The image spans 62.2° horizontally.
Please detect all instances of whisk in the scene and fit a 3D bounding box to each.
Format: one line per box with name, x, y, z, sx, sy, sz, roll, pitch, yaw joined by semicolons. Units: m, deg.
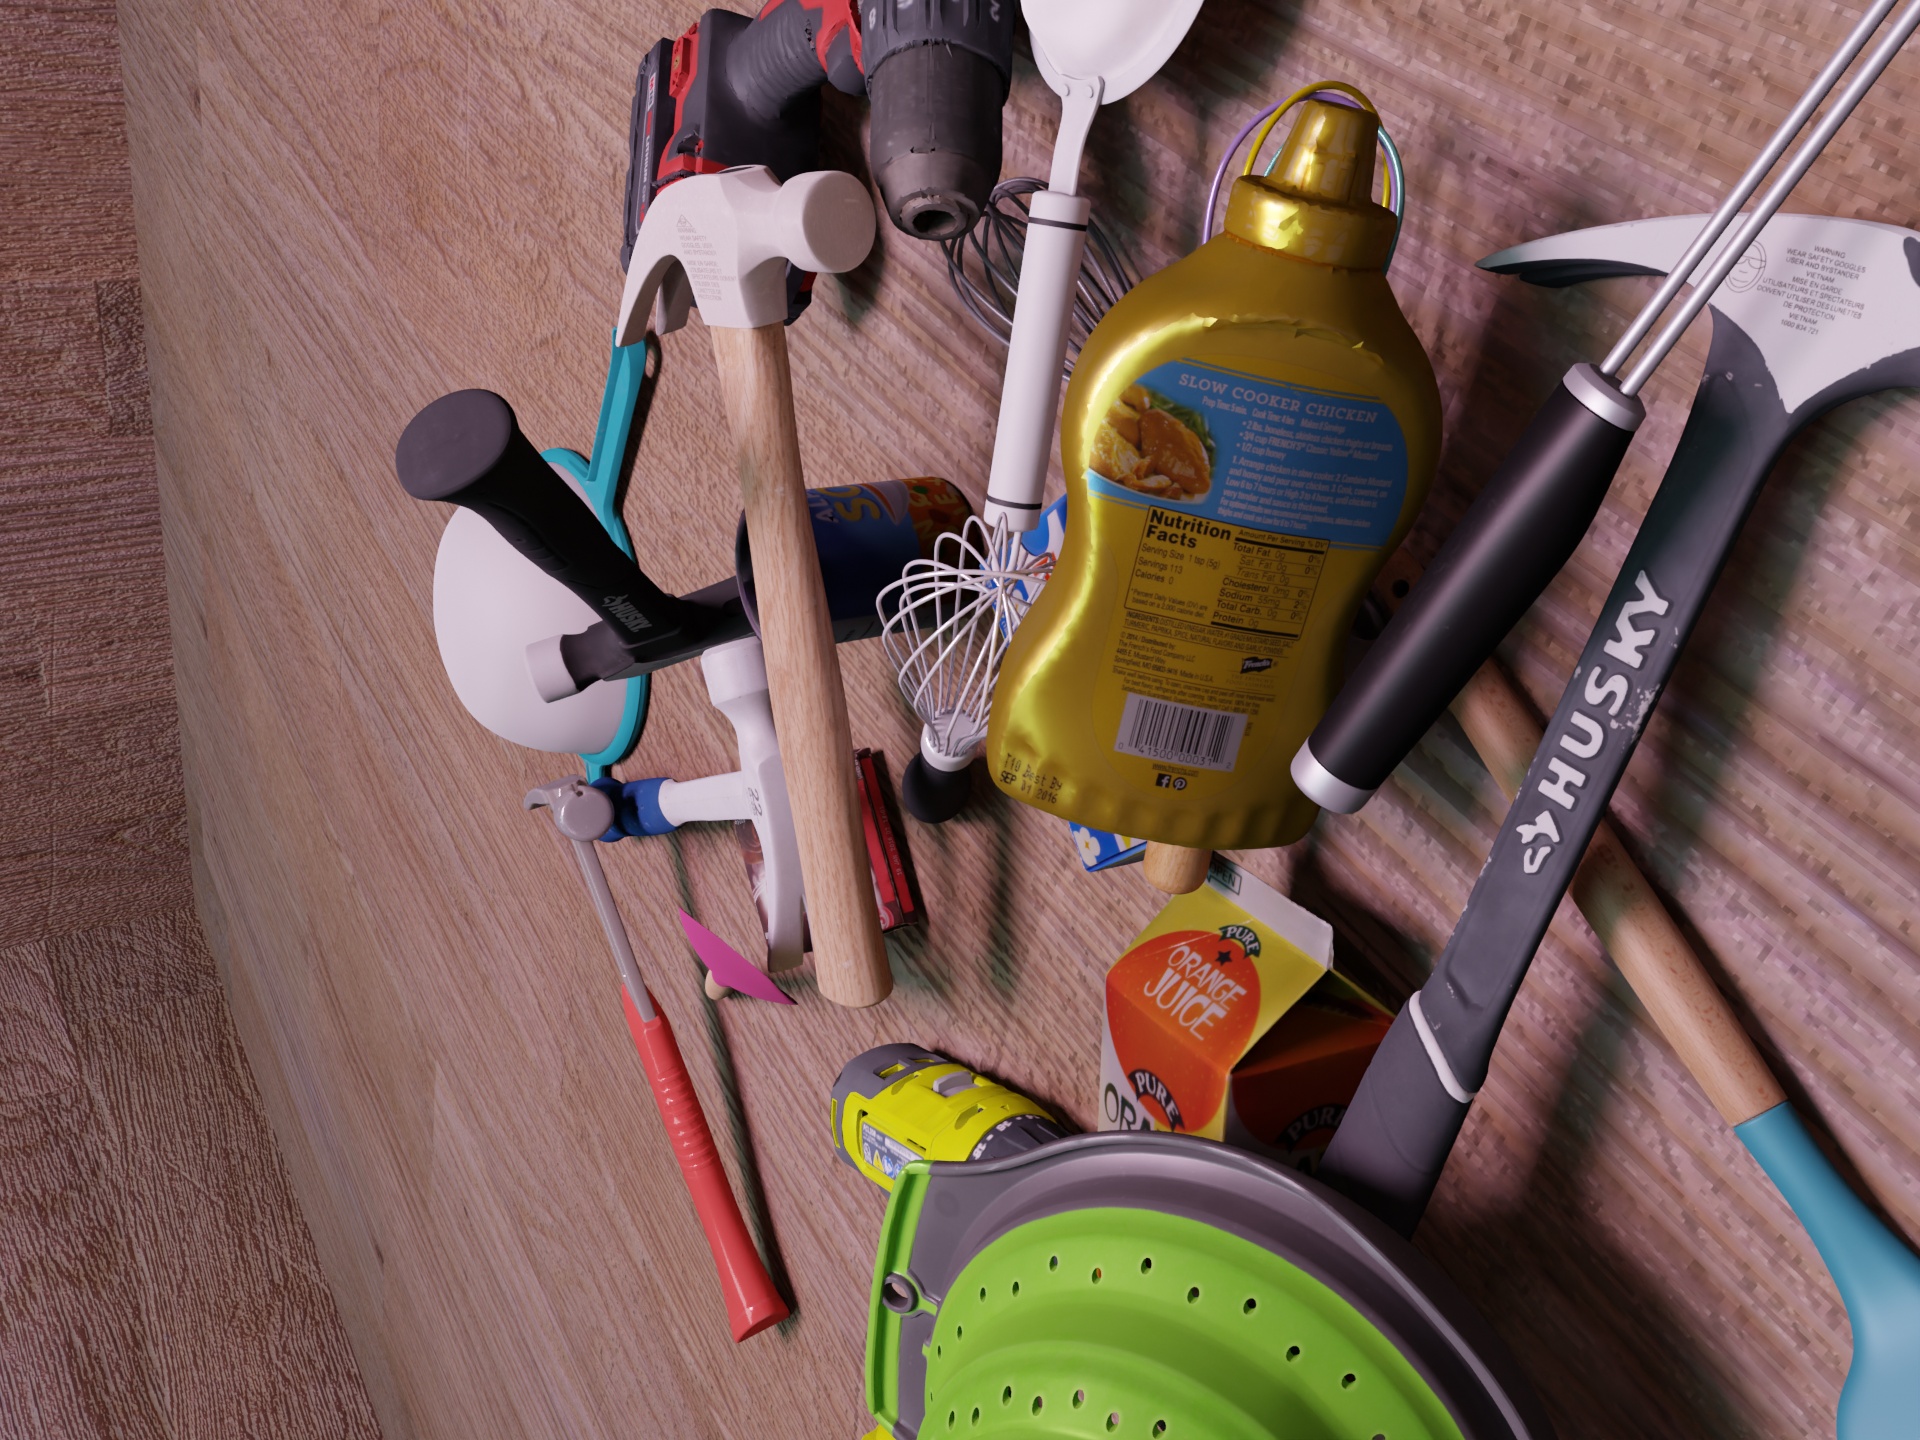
whisk;0.065;-0.103;0.533;0.239;0.055;0.055;55;141;25
whisk;-0.002;-0.002;0.588;0.284;0.070;0.070;109;141;-73
whisk;0.088;-0.058;0.471;0.051;0.047;0.244;21;116;29

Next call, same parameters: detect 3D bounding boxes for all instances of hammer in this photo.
hammer;-0.183;0.205;0.966;0.149;0.036;0.359;-4;106;68
hammer;0.133;0.067;0.427;0.149;0.036;0.408;42;121;46
hammer;-0.064;-0.037;0.605;0.130;0.031;0.331;19;125;45
hammer;-0.151;-0.068;0.665;0.334;0.146;0.035;84;168;-81
hammer;-0.151;0.050;0.853;0.405;0.035;0.144;-11;93;67

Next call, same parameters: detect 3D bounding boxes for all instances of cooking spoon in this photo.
cooking spoon;-0.121;0.131;0.816;0.069;0.017;0.319;39;165;0

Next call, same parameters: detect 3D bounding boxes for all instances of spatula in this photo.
spatula;0.188;0.077;0.407;0.082;0.044;0.318;-40;62;27

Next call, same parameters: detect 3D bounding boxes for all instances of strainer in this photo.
strainer;-0.266;-0.105;0.984;0.211;0.095;0.340;60;144;26
strainer;0.032;-0.169;0.501;0.087;0.050;0.258;30;117;49

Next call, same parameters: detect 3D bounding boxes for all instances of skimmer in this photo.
skimmer;0.143;-0.128;0.318;0.127;0.090;0.363;-90;24;-55

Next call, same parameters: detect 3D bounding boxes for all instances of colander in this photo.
colander;0.121;0.246;0.388;0.397;0.094;0.204;18;113;26

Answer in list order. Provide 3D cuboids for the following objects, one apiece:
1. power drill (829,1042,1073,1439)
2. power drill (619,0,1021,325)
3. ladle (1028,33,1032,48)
power drill;0.016;0.272;0.700;0.191;0.080;0.228;11;107;55
power drill;-0.050;-0.231;0.599;0.226;0.080;0.188;-23;62;54
ladle;0.107;-0.264;0.435;0.315;0.031;0.069;-16;77;59
